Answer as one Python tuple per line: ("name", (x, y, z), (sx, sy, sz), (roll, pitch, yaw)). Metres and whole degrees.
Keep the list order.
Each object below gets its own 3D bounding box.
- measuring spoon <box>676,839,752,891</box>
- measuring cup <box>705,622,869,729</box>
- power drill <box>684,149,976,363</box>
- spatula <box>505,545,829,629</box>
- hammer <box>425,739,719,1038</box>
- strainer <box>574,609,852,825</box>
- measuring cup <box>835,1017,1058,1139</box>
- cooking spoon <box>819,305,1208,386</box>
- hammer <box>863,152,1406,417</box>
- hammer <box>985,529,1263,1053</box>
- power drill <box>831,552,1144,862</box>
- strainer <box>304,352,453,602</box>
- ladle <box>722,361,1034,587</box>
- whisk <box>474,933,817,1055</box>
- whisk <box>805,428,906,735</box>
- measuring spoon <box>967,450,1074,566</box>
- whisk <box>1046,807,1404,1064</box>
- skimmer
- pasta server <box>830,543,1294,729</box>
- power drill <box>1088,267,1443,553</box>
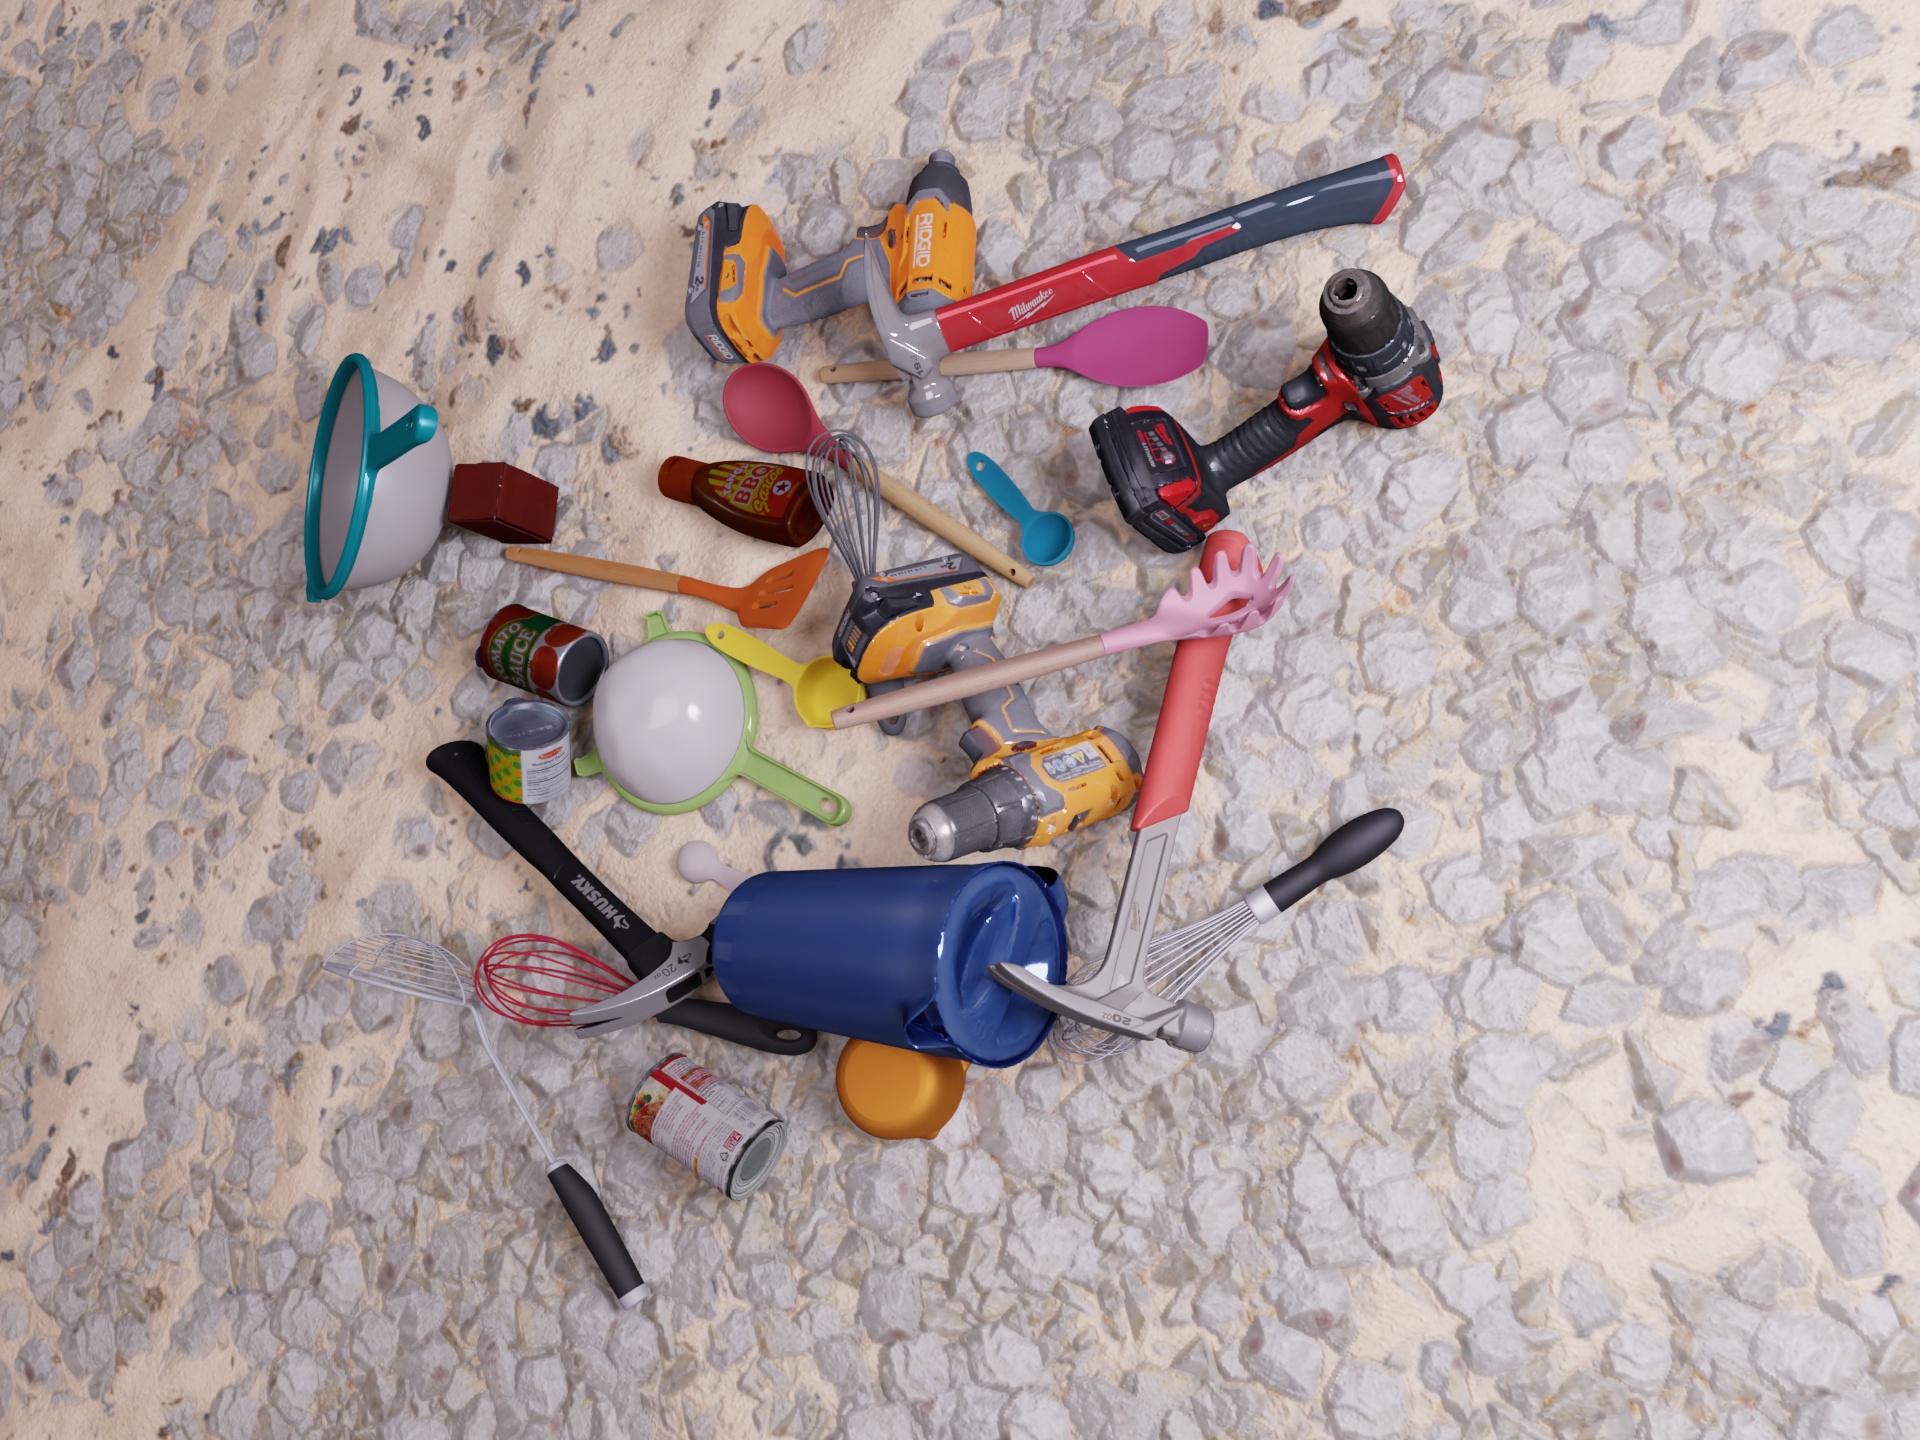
("measuring spoon", (-0.173, 0.127, 1.235), (0.124, 0.018, 0.034), (23, 89, 24))
("measuring cup", (-0.137, -0.040, 1.250), (0.157, 0.029, 0.062), (27, 91, 27))
("power drill", (-0.096, -0.371, 1.267), (0.226, 0.084, 0.164), (-2, 70, 18))
("spatula", (-0.250, -0.121, 1.303), (0.323, 0.041, 0.081), (12, 61, 25))
("hammer", (-0.326, 0.117, 1.265), (0.146, 0.035, 0.335), (-36, 56, -28))
("strainer", (-0.199, 0.018, 1.239), (0.256, 0.069, 0.151), (26, 90, 26))
("measuring cup", (-0.011, 0.237, 1.128), (0.173, 0.052, 0.095), (-28, 71, 17))
("cooking spoon", (0.035, -0.279, 1.229), (0.319, 0.017, 0.069), (1, 72, 22))
("hammer", (0.123, -0.343, 1.145), (0.386, 0.143, 0.038), (-17, 34, 10))
("hammer", (0.132, 0.029, 1.058), (0.149, 0.036, 0.359), (22, 68, -12))
("power drill", (-0.002, -0.004, 1.108), (0.226, 0.185, 0.084), (53, 139, 23))
("strainer", (-0.458, -0.207, 1.321), (0.340, 0.095, 0.211), (-6, 79, 55))
("ladle", (-0.065, -0.189, 1.248), (0.316, 0.031, 0.069), (36, 113, 22))
("whisk", (-0.247, 0.219, 1.229), (0.296, 0.073, 0.073), (8, 83, 18))
("whisk", (-0.075, -0.105, 1.214), (0.055, 0.055, 0.239), (-13, 86, 20))
("measuring spoon", (0.045, -0.162, 1.207), (0.042, 0.021, 0.129), (-44, 58, 10))
("whisk", (0.176, 0.142, 1.073), (0.284, 0.070, 0.070), (-35, 69, 7))
("skimmer", (-0.371, 0.313, 1.241), (0.090, 0.127, 0.363), (-34, 77, -5))
("pasta server", (0.067, -0.047, 1.048), (0.316, 0.040, 0.060), (-16, 50, -4))
("power drill", (0.203, -0.209, 1.059), (0.226, 0.187, 0.080), (-26, 71, 20))
